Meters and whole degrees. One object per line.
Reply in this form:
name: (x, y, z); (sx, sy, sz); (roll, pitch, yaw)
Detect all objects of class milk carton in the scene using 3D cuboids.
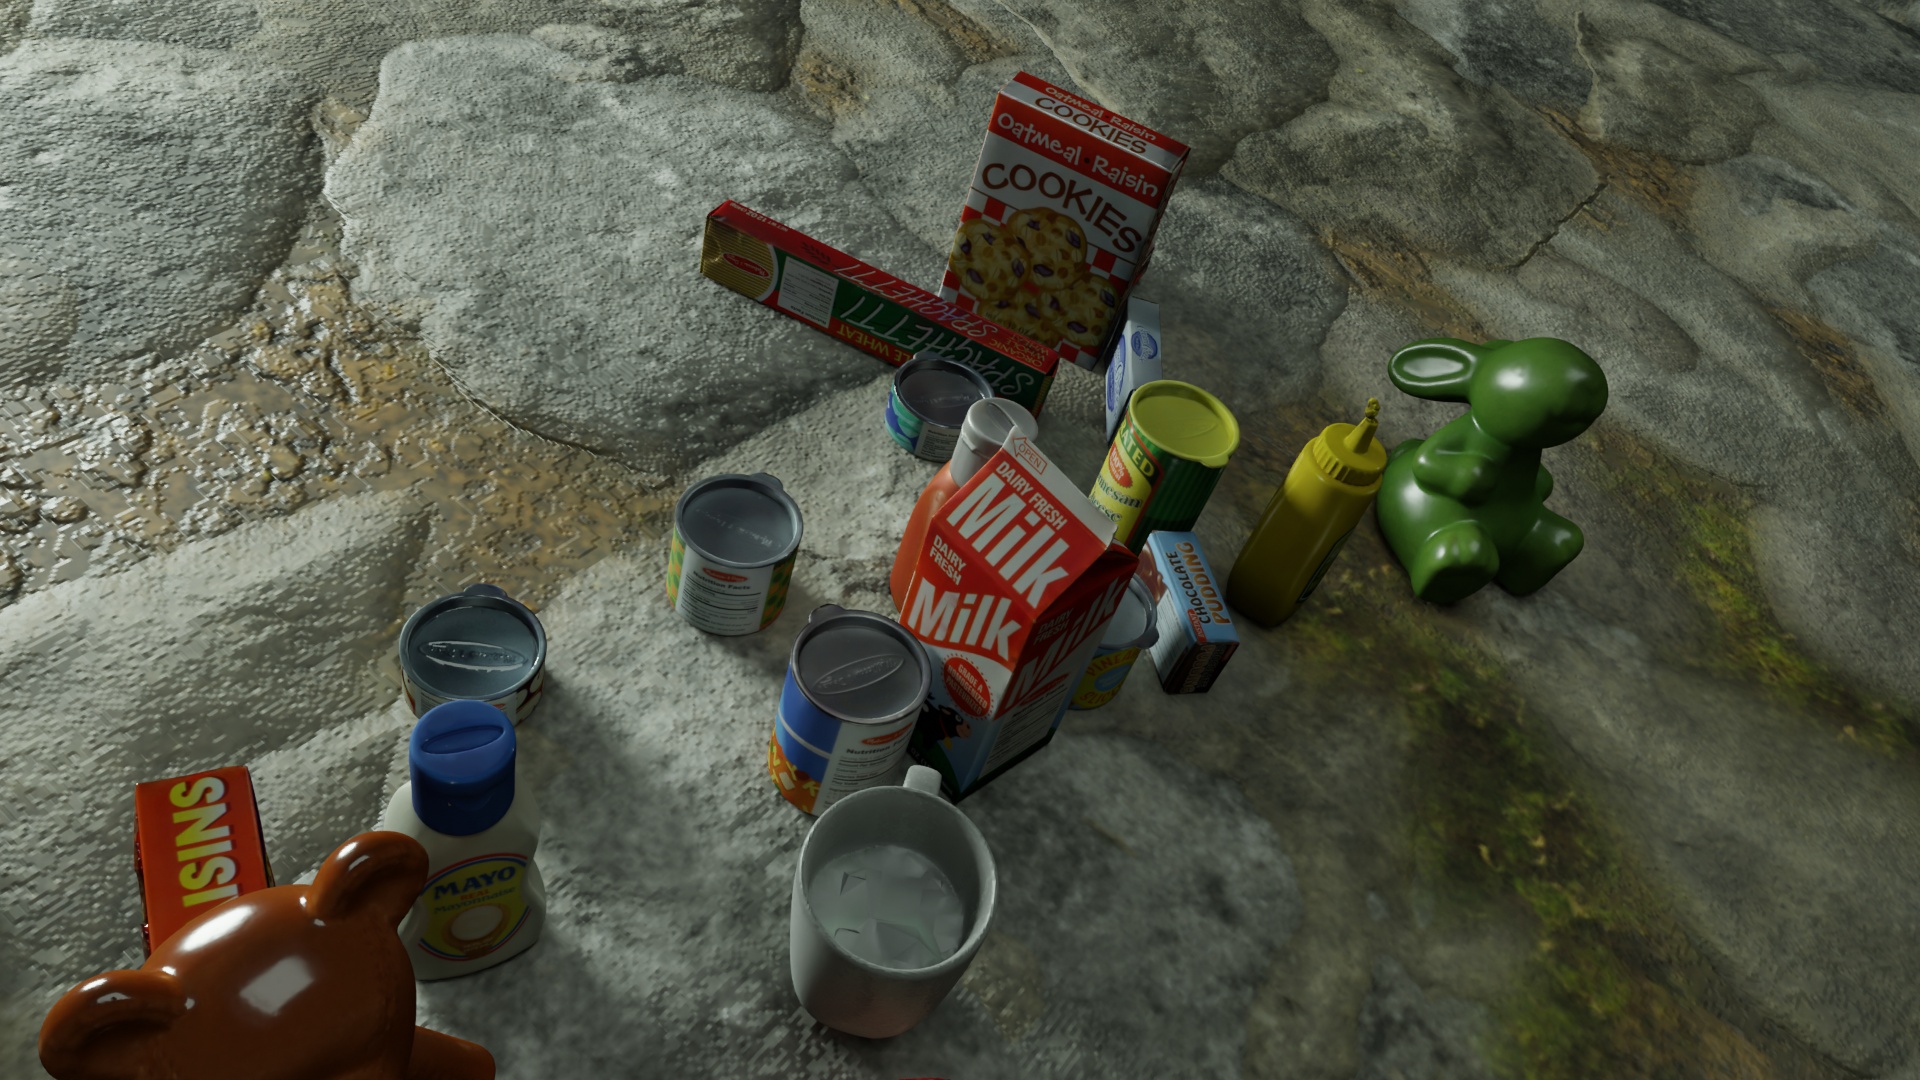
milk carton: (0.022, 0.035, 0.666); (0.074, 0.189, 0.072); (-26, 61, -36)

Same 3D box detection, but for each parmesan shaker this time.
parmesan shaker: (0.117, -0.033, 0.825); (0.071, 0.102, 0.072); (10, 46, -10)

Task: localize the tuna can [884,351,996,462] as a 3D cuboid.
tuna can: (-0.014, -0.085, 0.877); (0.071, 0.032, 0.071); (10, 46, -10)

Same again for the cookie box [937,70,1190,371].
cookie box: (0.065, -0.211, 0.929); (0.123, 0.166, 0.040); (27, 45, 7)

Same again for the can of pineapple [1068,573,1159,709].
can of pineapple: (0.068, 0.052, 0.760); (0.071, 0.057, 0.071); (10, 46, -10)

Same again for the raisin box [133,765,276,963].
raisin box: (-0.266, 0.152, 0.504); (0.040, 0.122, 0.086); (-10, 52, -27)

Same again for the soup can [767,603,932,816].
soup can: (-0.056, 0.083, 0.670); (0.071, 0.083, 0.072); (10, 46, -10)

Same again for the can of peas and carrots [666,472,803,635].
can of peas and carrots: (-0.120, 0.006, 0.737); (0.071, 0.058, 0.071); (10, 46, -10)

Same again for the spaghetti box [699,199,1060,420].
spaghetti box: (-0.054, -0.149, 0.912); (0.250, 0.049, 0.029); (26, 45, 6)

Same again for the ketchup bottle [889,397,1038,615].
ketchup bottle: (0.003, -0.009, 0.730); (0.044, 0.148, 0.065); (-18, 56, -32)

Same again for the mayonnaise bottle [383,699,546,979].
mayonnaise bottle: (-0.194, 0.119, 0.542); (0.065, 0.147, 0.041); (-11, 53, -27)

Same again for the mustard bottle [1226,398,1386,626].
mustard bottle: (0.206, -0.019, 0.801); (0.049, 0.159, 0.065); (36, 47, 15)

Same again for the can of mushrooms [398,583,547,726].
can of mushrooms: (-0.233, 0.058, 0.668); (0.071, 0.033, 0.071); (10, 46, -10)

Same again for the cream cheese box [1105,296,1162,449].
cream cheese box: (0.116, -0.112, 0.933); (0.024, 0.053, 0.104); (13, 45, -7)

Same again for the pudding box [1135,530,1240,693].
pudding box: (0.126, 0.040, 0.796); (0.030, 0.049, 0.084); (0, 48, -19)
